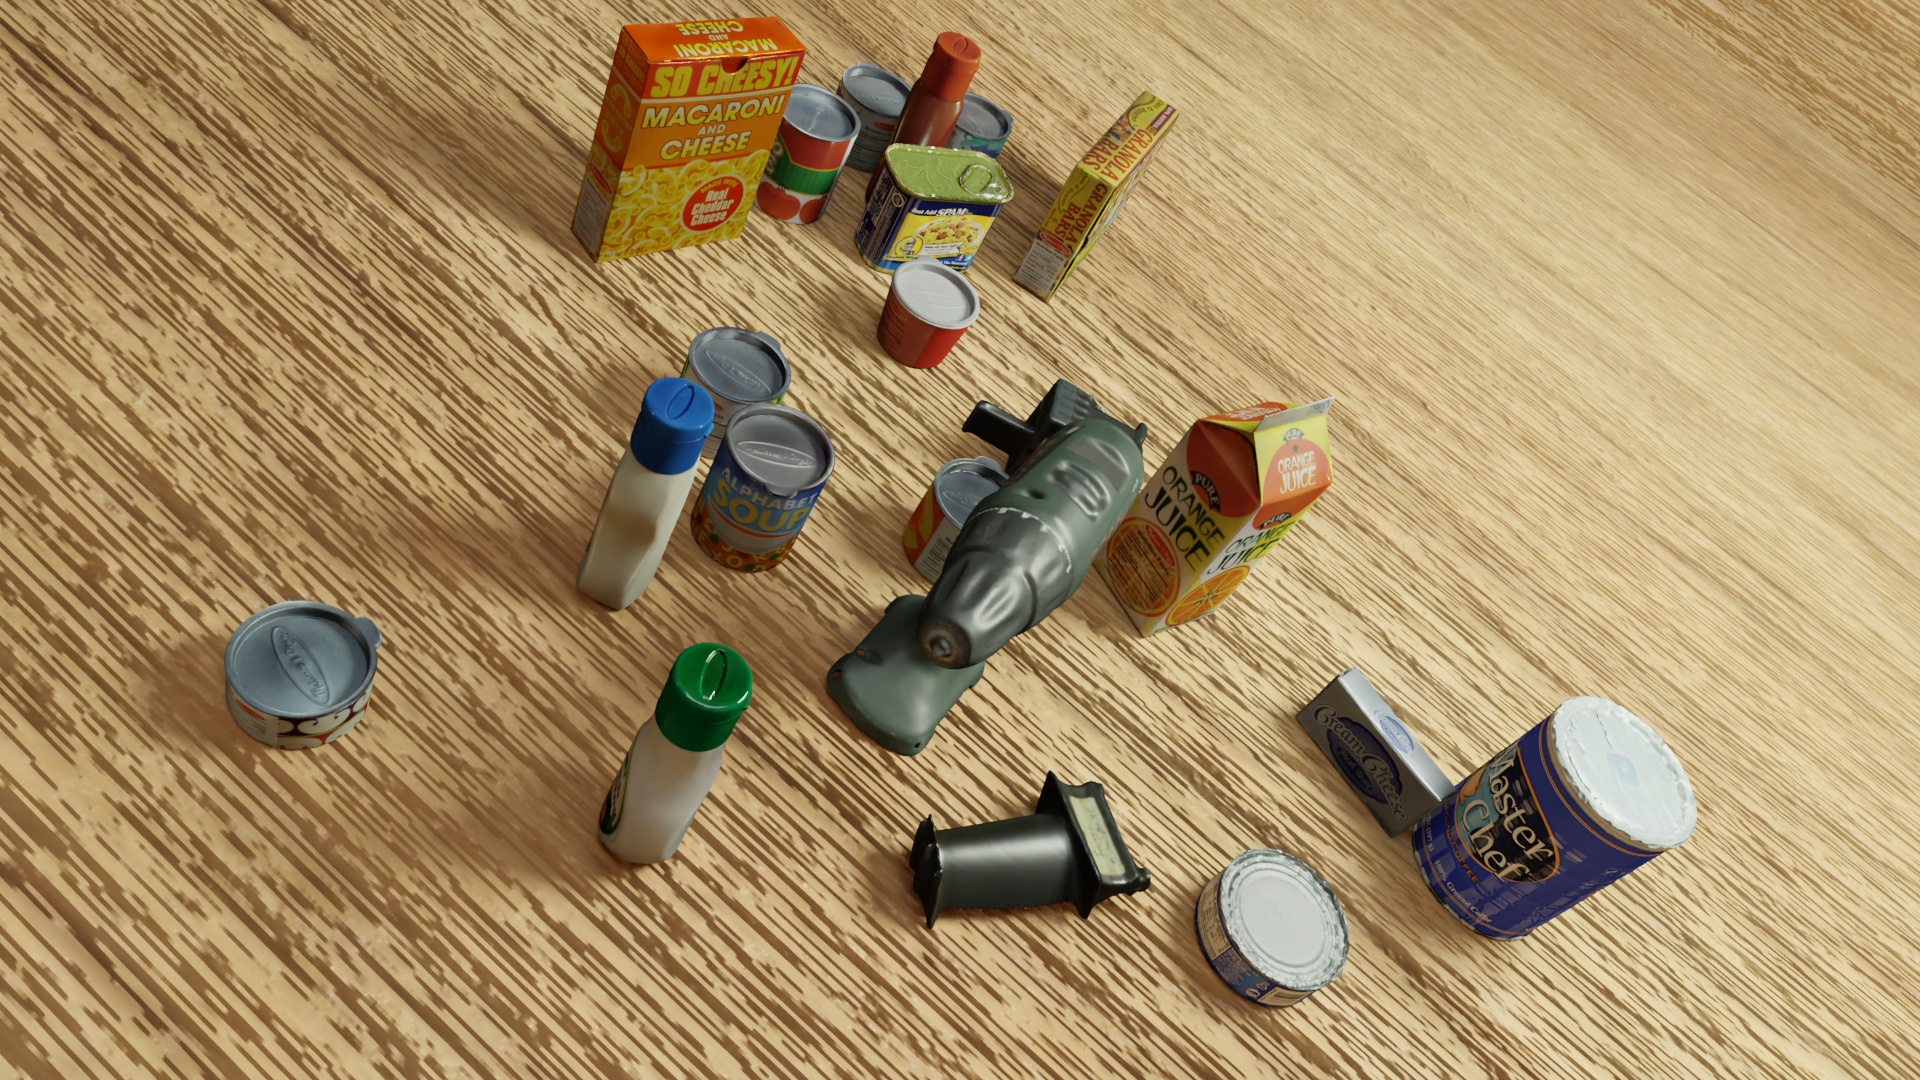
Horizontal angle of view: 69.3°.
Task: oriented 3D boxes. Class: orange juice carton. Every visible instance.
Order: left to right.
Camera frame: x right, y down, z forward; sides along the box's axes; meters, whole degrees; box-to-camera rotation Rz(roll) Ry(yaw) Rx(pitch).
[{"bbox_3d":[0.169,-0.024,0.905,0.072,0.191,0.073,-15,61,-37],"label":"orange juice carton"}]

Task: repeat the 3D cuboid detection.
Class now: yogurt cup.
[{"bbox_3d":[-0.027,-0.163,1.015,0.072,0.053,0.073,15,47,-17],"label":"yogurt cup"}]

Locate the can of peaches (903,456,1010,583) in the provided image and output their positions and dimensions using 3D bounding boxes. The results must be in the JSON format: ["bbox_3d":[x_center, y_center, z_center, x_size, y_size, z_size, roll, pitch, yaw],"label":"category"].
[{"bbox_3d":[0.003,-0.011,0.899,0.071,0.057,0.071,15,47,-17],"label":"can of peaches"}]

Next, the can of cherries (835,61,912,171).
[{"bbox_3d":[-0.076,-0.349,1.144,0.071,0.058,0.072,15,47,-17],"label":"can of cherries"}]

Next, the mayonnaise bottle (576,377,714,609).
[{"bbox_3d":[-0.170,-0.027,0.754,0.041,0.147,0.065,26,45,-7],"label":"mayonnaise bottle"}]

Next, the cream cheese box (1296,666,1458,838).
[{"bbox_3d":[0.274,0.140,0.920,0.024,0.053,0.104,-19,64,-38],"label":"cream cheese box"}]

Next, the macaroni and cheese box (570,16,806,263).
[{"bbox_3d":[-0.185,-0.270,0.940,0.124,0.165,0.040,-22,66,-40],"label":"macaroni and cheese box"}]

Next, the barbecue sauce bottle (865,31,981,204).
[{"bbox_3d":[-0.028,-0.324,1.086,0.044,0.147,0.065,28,45,-5],"label":"barbecue sauce bottle"}]

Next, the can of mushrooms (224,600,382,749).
[{"bbox_3d":[-0.318,0.065,0.675,0.071,0.033,0.071,15,47,-17],"label":"can of mushrooms"}]

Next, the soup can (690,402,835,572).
[{"bbox_3d":[-0.119,-0.028,0.828,0.071,0.083,0.072,15,47,-17],"label":"soup can"}]

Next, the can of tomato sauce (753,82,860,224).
[{"bbox_3d":[-0.123,-0.293,1.054,0.071,0.082,0.071,15,47,-17],"label":"can of tomato sauce"}]

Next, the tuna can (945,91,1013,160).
[{"bbox_3d":[0.011,-0.361,1.220,0.071,0.032,0.071,15,47,-17],"label":"tuna can"}]

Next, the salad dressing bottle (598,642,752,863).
[{"bbox_3d":[-0.136,0.102,0.662,0.044,0.146,0.064,21,46,-12],"label":"salad dressing bottle"}]

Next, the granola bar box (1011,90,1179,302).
[{"bbox_3d":[0.113,-0.285,1.146,0.039,0.123,0.166,34,45,1],"label":"granola bar box"}]

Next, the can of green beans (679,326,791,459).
[{"bbox_3d":[-0.148,-0.093,0.886,0.071,0.057,0.071,15,47,-17],"label":"can of green beans"}]
